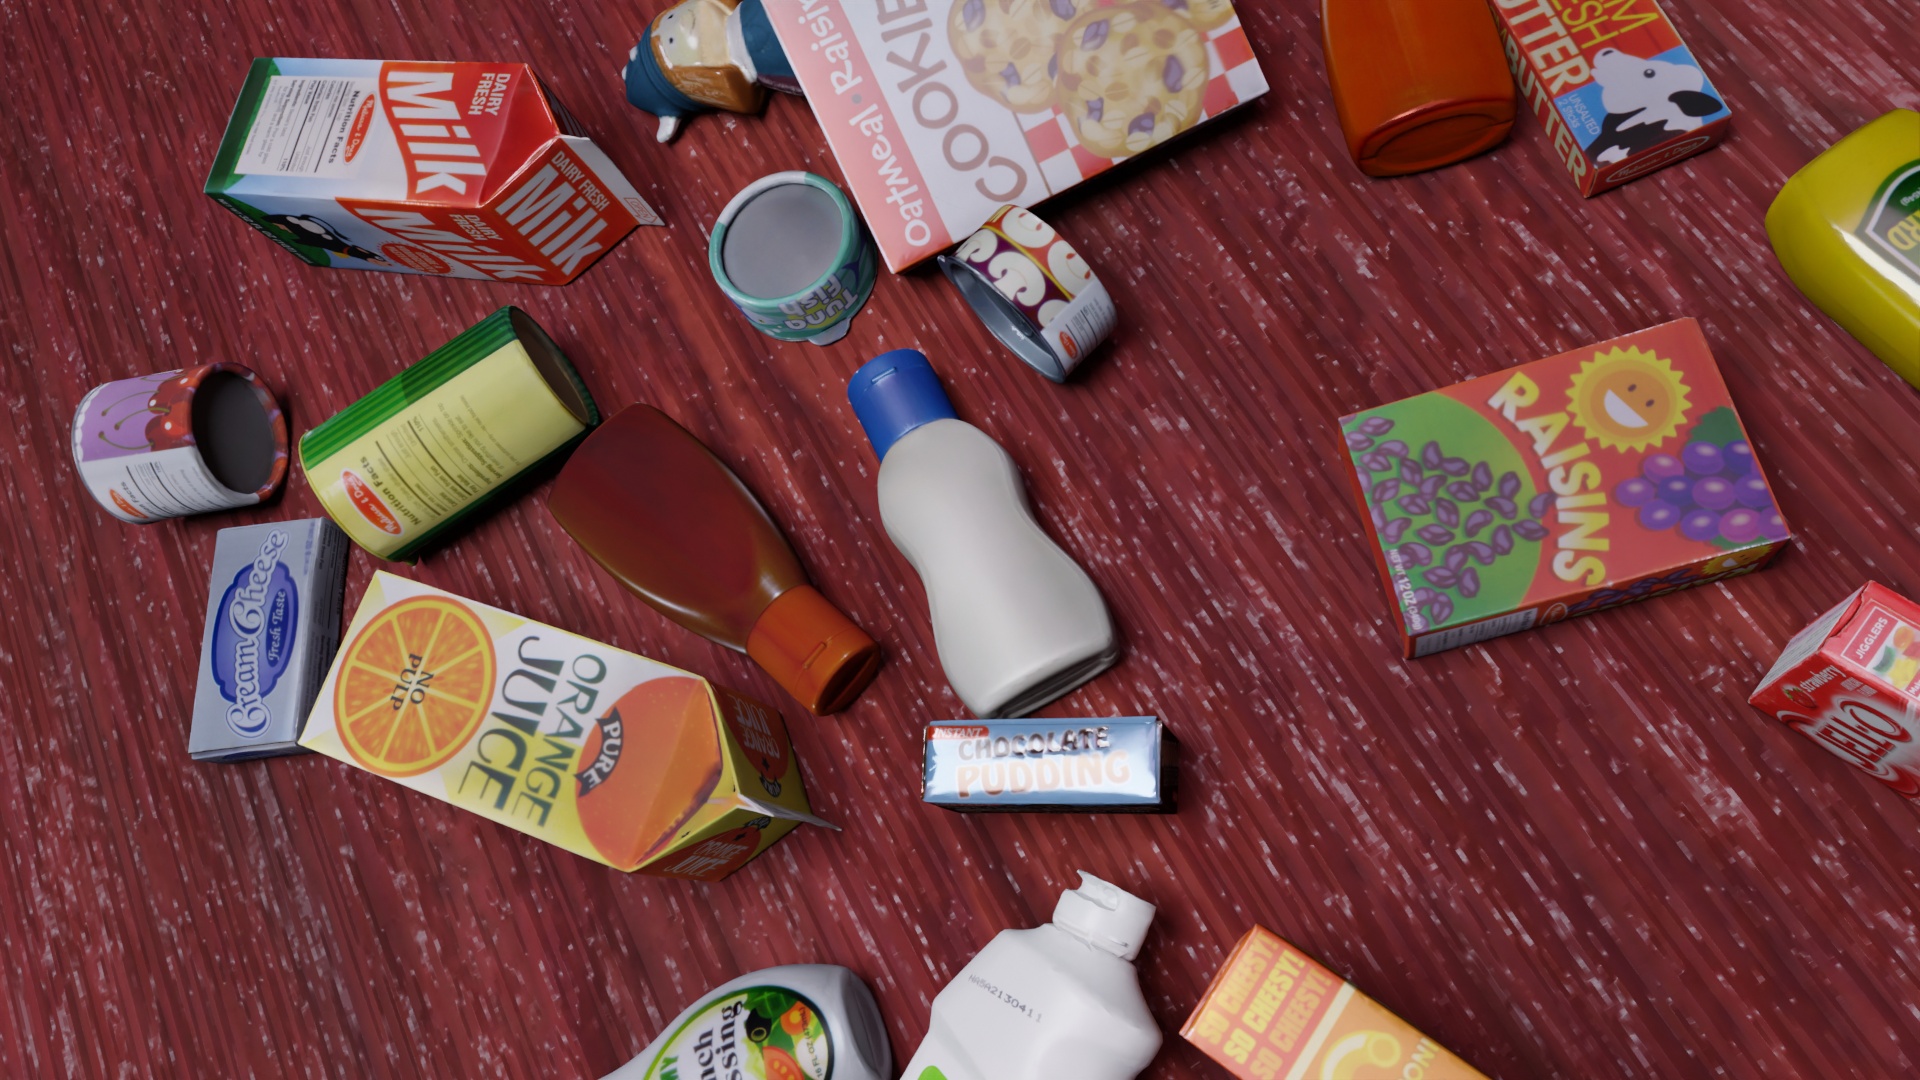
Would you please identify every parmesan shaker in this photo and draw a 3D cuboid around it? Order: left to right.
[{"bbox_3d":[-0.212,-0.044,0.590,0.103,0.071,0.071,-32,67,2],"label":"parmesan shaker"}]

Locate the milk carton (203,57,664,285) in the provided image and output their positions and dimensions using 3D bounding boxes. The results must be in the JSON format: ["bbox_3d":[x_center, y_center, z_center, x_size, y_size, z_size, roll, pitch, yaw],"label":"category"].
[{"bbox_3d":[-0.233,-0.167,0.631,0.190,0.072,0.073,7,74,18],"label":"milk carton"}]

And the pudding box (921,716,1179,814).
[{"bbox_3d":[0.033,0.080,0.489,0.084,0.049,0.030,-3,73,14],"label":"pudding box"}]

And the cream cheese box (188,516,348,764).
[{"bbox_3d":[-0.299,0.043,0.604,0.053,0.024,0.104,-8,70,13],"label":"cream cheese box"}]

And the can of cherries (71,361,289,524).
[{"bbox_3d":[-0.347,-0.046,0.624,0.058,0.071,0.071,-9,70,12],"label":"can of cherries"}]

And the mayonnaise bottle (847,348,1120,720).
[{"bbox_3d":[0.002,-0.007,0.532,0.065,0.041,0.148,-29,66,3],"label":"mayonnaise bottle"}]

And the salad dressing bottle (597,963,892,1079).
[{"bbox_3d":[-0.099,0.198,0.488,0.147,0.044,0.064,-24,66,6],"label":"salad dressing bottle"}]

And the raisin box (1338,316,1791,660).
[{"bbox_3d":[0.204,-0.016,0.481,0.123,0.040,0.086,-16,68,11],"label":"raisin box"}]

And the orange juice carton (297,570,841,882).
[{"bbox_3d":[-0.140,0.076,0.524,0.193,0.071,0.073,15,78,19],"label":"orange juice carton"}]

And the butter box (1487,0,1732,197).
[{"bbox_3d":[0.244,-0.187,0.535,0.053,0.024,0.104,-22,68,6],"label":"butter box"}]

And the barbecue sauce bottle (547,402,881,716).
[{"bbox_3d":[-0.095,0.010,0.550,0.149,0.043,0.065,39,86,22],"label":"barbecue sauce bottle"}]

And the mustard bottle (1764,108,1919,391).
[{"bbox_3d":[0.344,-0.071,0.456,0.065,0.048,0.160,-35,67,3],"label":"mustard bottle"}]

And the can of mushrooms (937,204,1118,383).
[{"bbox_3d":[0.026,-0.097,0.541,0.033,0.071,0.071,-45,67,-3],"label":"can of mushrooms"}]

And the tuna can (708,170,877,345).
[{"bbox_3d":[-0.071,-0.120,0.592,0.071,0.032,0.071,-5,71,14],"label":"tuna can"}]

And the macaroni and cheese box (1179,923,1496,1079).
[{"bbox_3d":[0.146,0.174,0.387,0.167,0.123,0.040,32,80,22],"label":"macaroni and cheese box"}]

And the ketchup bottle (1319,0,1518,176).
[{"bbox_3d":[0.172,-0.221,0.555,0.065,0.043,0.149,-12,69,12],"label":"ketchup bottle"}]

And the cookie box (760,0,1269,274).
[{"bbox_3d":[0.020,-0.198,0.563,0.167,0.040,0.122,-25,98,6],"label":"cookie box"}]
